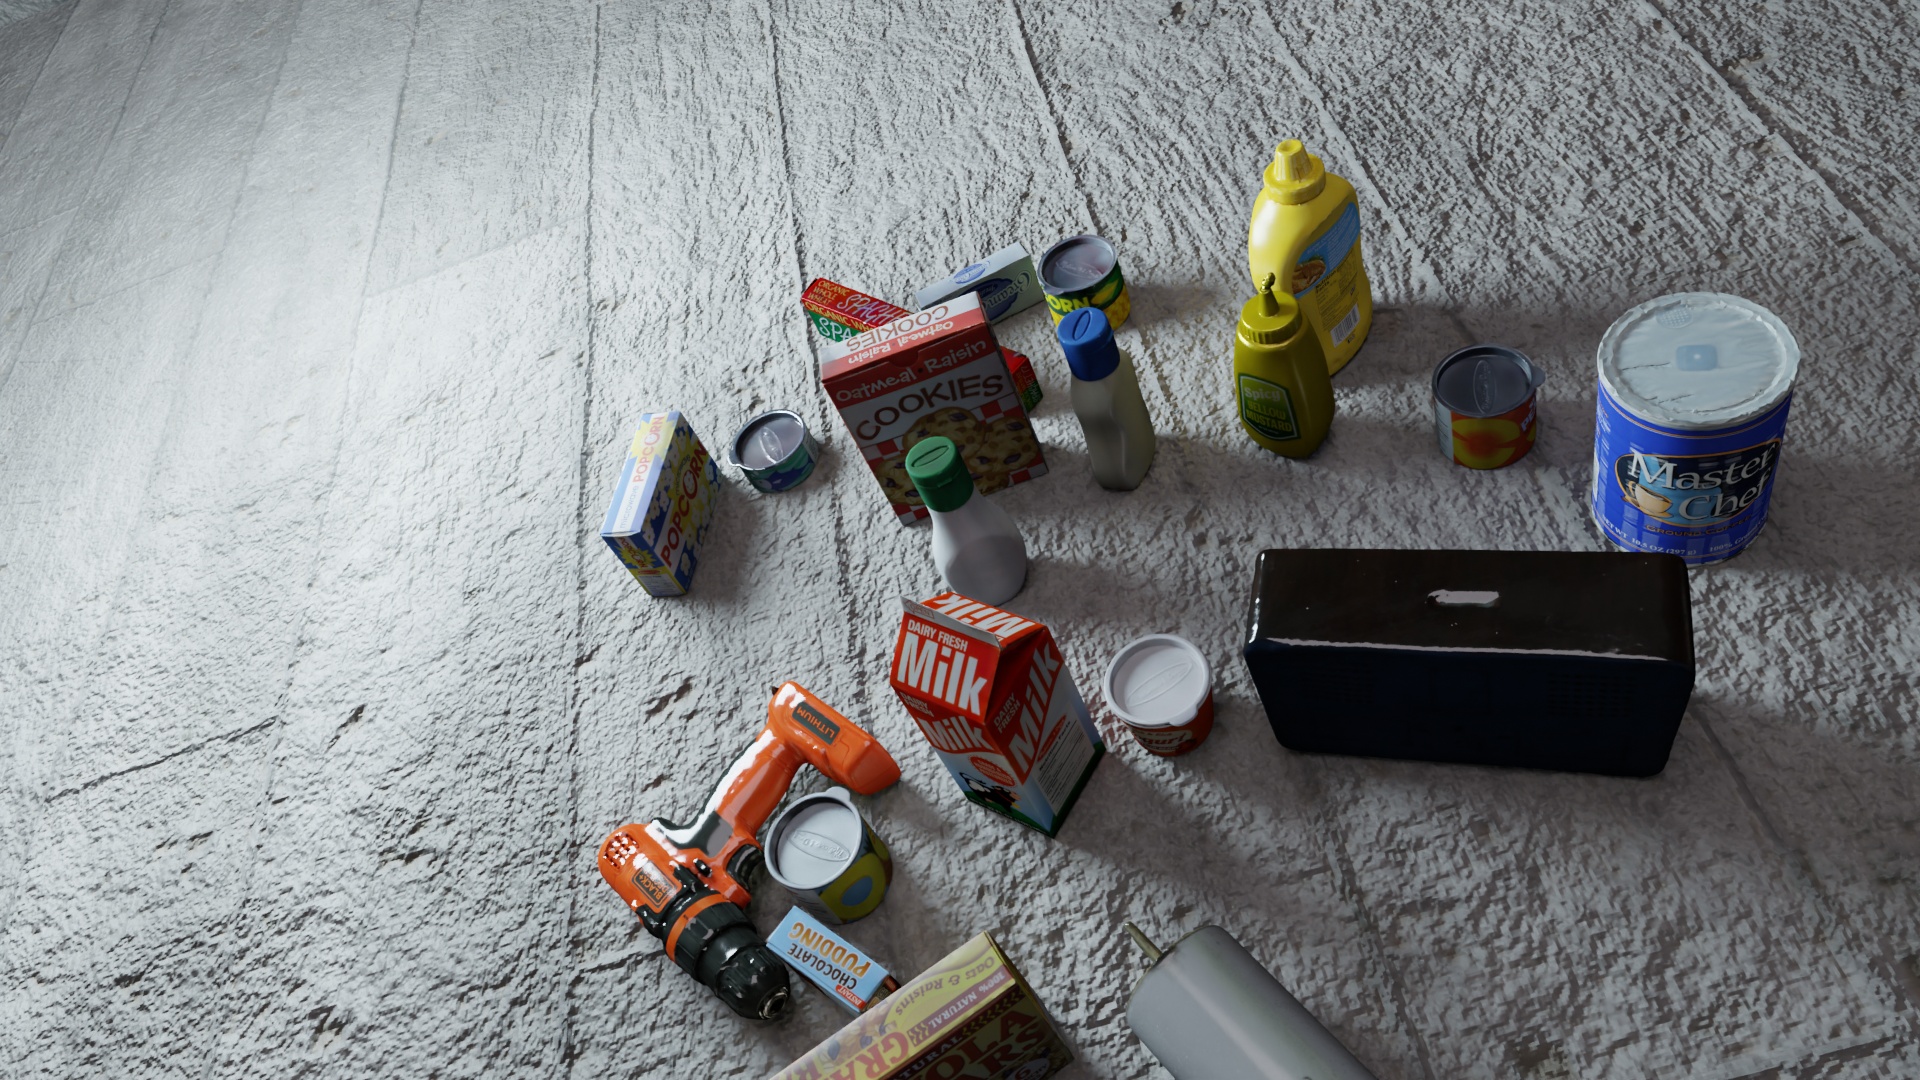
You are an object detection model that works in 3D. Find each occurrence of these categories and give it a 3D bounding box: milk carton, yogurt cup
[{"bbox_3d":[0.021,0.097,0.841,0.072,0.189,0.074,19,63,33],"label":"milk carton"},{"bbox_3d":[0.130,0.101,0.885,0.072,0.053,0.073,-11,50,14],"label":"yogurt cup"}]

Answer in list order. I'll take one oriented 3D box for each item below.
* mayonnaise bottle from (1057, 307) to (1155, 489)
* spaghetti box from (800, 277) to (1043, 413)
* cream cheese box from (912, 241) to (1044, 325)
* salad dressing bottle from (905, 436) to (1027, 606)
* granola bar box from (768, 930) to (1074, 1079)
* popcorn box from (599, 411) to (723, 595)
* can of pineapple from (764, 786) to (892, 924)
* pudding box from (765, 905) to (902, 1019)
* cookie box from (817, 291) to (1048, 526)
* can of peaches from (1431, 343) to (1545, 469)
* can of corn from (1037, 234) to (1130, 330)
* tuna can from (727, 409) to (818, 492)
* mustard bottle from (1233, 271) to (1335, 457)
[{"bbox_3d":[0.105,-0.103,0.996,0.041,0.147,0.065,6,56,26],"label":"mayonnaise bottle"},{"bbox_3d":[-0.038,-0.165,1.168,0.250,0.050,0.029,26,67,36],"label":"spaghetti box"},{"bbox_3d":[0.016,-0.207,1.178,0.104,0.053,0.024,-27,48,0],"label":"cream cheese box"},{"bbox_3d":[0.003,-0.012,0.964,0.064,0.147,0.044,-28,48,0],"label":"salad dressing bottle"},{"bbox_3d":[-0.028,0.293,0.748,0.166,0.123,0.039,-33,49,-6],"label":"granola bar box"},{"bbox_3d":[-0.238,-0.030,1.117,0.038,0.085,0.127,-5,52,19],"label":"popcorn box"},{"bbox_3d":[-0.082,0.202,0.887,0.071,0.057,0.071,-11,50,14],"label":"can of pineapple"},{"bbox_3d":[-0.074,0.261,0.841,0.084,0.049,0.030,24,65,35],"label":"pudding box"},{"bbox_3d":[-0.017,-0.093,1.024,0.123,0.166,0.040,-20,49,6],"label":"cookie box"},{"bbox_3d":[0.359,-0.091,0.944,0.071,0.057,0.071,-11,50,14],"label":"can of peaches"},{"bbox_3d":[0.101,-0.205,1.140,0.071,0.058,0.071,-11,50,14],"label":"can of corn"},{"bbox_3d":[-0.155,-0.073,1.153,0.071,0.032,0.071,-11,50,14],"label":"tuna can"},{"bbox_3d":[0.219,-0.124,0.959,0.065,0.159,0.049,22,64,34],"label":"mustard bottle"}]
